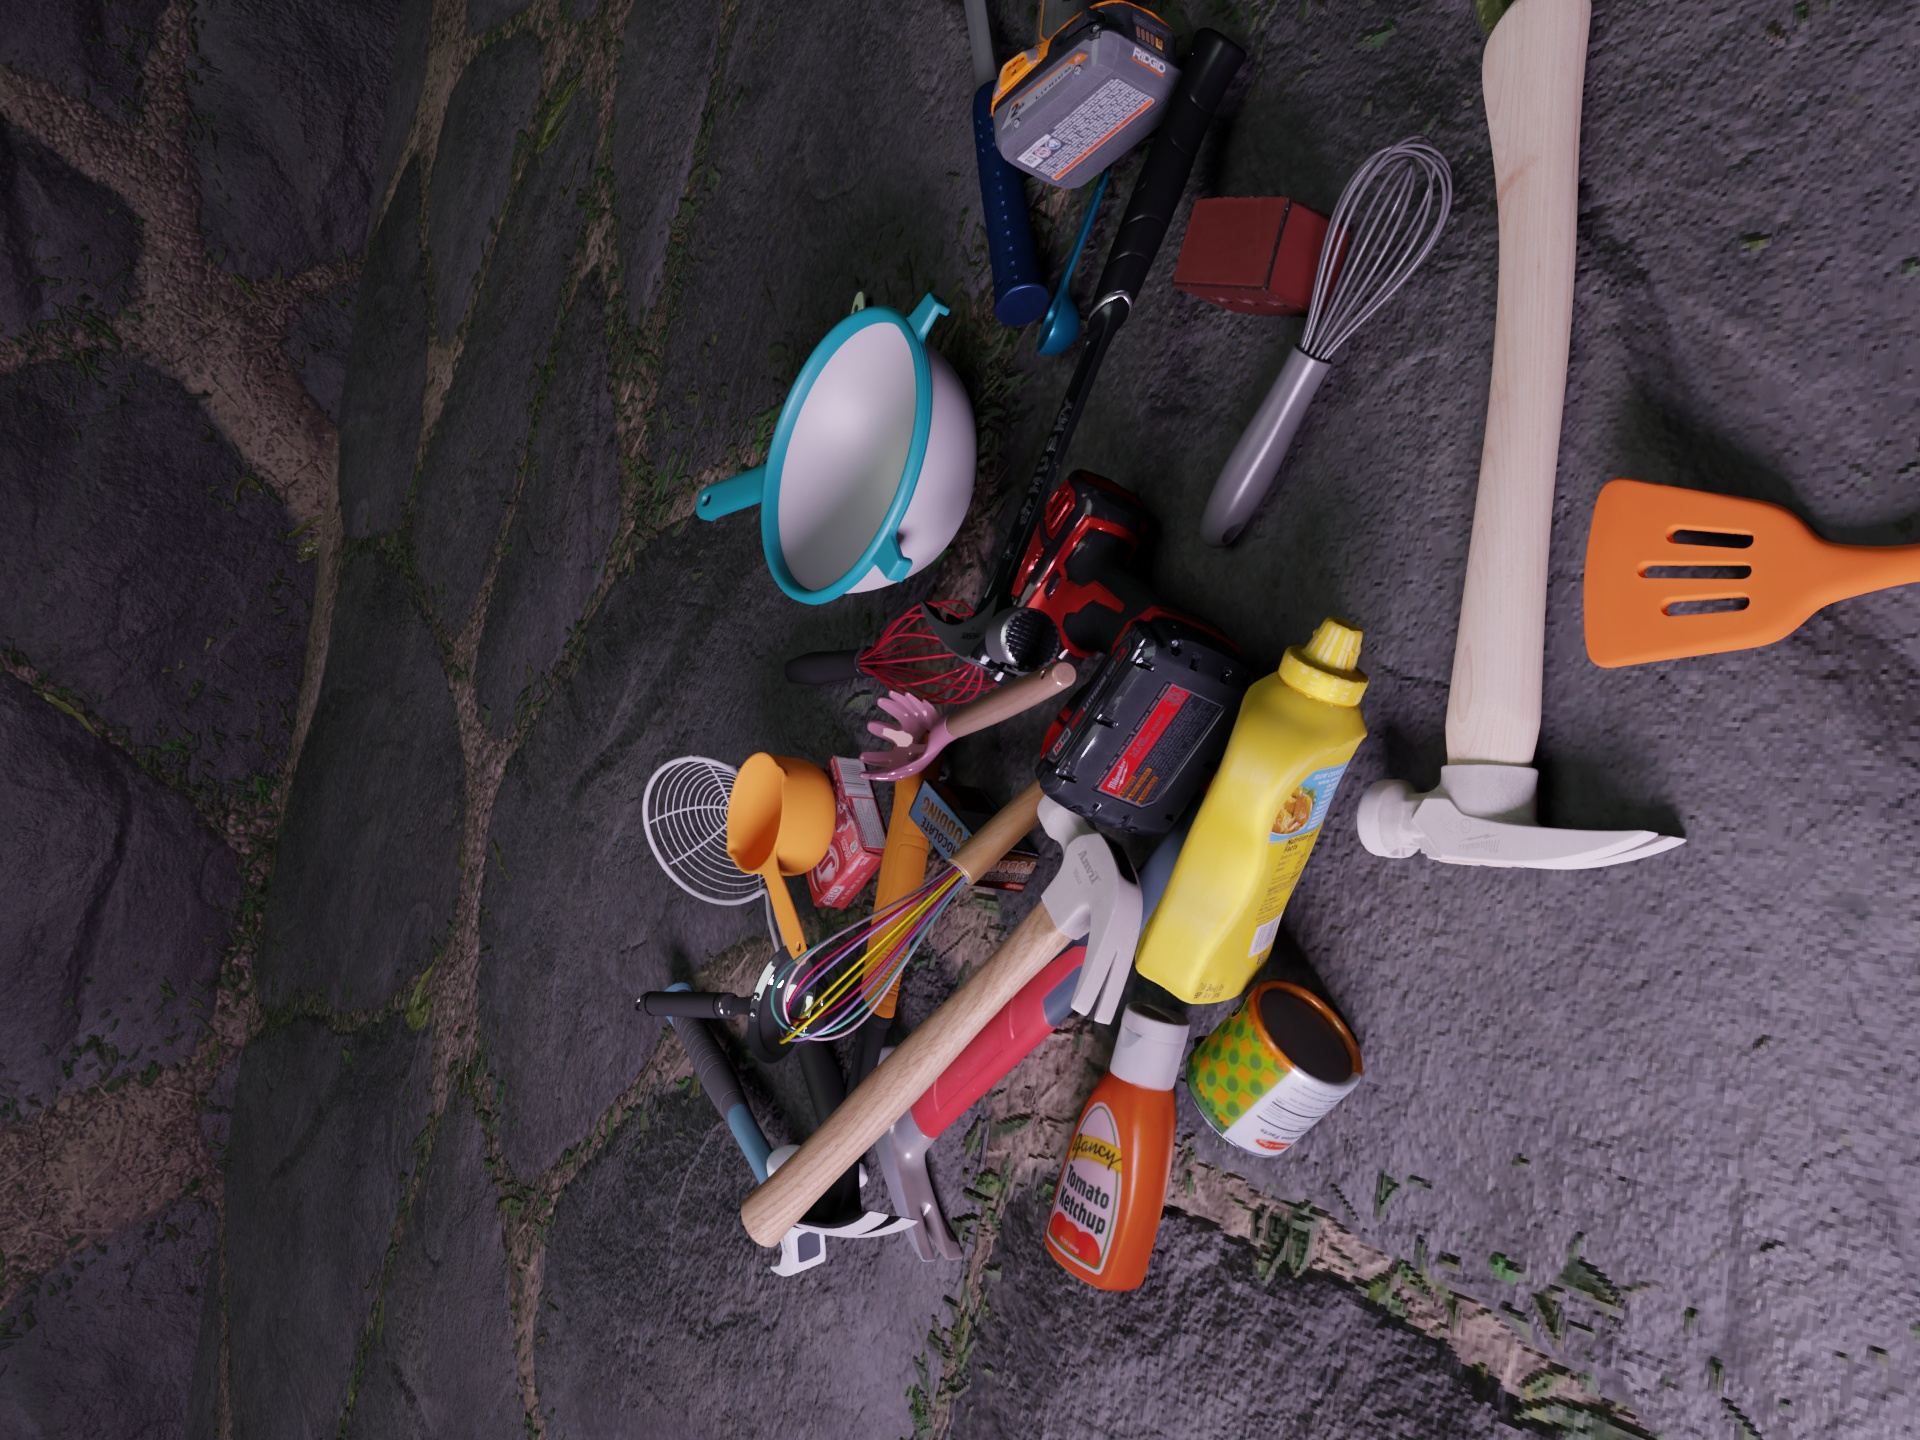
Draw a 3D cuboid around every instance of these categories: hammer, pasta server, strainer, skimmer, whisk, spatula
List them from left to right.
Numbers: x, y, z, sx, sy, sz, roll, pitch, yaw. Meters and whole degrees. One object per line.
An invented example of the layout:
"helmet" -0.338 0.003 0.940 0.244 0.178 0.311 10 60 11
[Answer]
"hammer" -0.171 0.292 1.202 0.331 0.033 0.128 -139 39 -57
"strainer" -0.161 0.204 1.143 0.258 0.050 0.087 -9 62 46
"skimmer" -0.155 0.182 1.185 0.127 0.090 0.364 -51 45 31
"strainer" -0.086 -0.174 1.176 0.340 0.095 0.211 -4 76 56
"whisk" -0.057 -0.043 1.134 0.296 0.073 0.073 -2 80 59
"hammer" -0.047 0.161 1.034 0.127 0.034 0.337 -23 53 56
"whisk" -0.018 0.104 0.943 0.051 0.245 0.047 39 161 26
"hammer" -0.017 0.191 0.913 0.331 0.031 0.130 -48 38 18
"pasta server" -0.001 -0.003 0.933 0.316 0.040 0.060 155 130 -71
"hammer" 0.016 -0.453 1.138 0.144 0.035 0.406 -34 53 45
"hammer" 0.060 0.172 0.934 0.386 0.038 0.143 -50 46 35
"hammer" 0.079 -0.220 0.934 0.149 0.036 0.409 9 77 67
"whisk" 0.187 -0.193 0.843 0.055 0.055 0.238 58 132 43
"hammer" 0.265 -0.138 0.725 0.146 0.038 0.411 -1 81 53
"spatula" 0.374 -0.060 0.550 0.323 0.041 0.081 0 81 53

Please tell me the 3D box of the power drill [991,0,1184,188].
"power drill" 0.088 -0.479 1.018 0.164 0.084 0.227 -24 59 49

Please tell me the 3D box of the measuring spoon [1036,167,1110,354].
"measuring spoon" 0.082 -0.297 1.039 0.042 0.021 0.128 -160 90 -79

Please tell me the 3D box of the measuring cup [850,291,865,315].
"measuring cup" -0.106 -0.262 1.268 0.083 0.038 0.167 16 97 55

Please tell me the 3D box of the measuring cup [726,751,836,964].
"measuring cup" -0.115 0.101 1.130 0.095 0.052 0.174 -53 44 35

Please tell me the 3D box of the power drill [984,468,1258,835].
"power drill" 0.075 -0.040 0.908 0.143 0.078 0.220 -57 28 22
